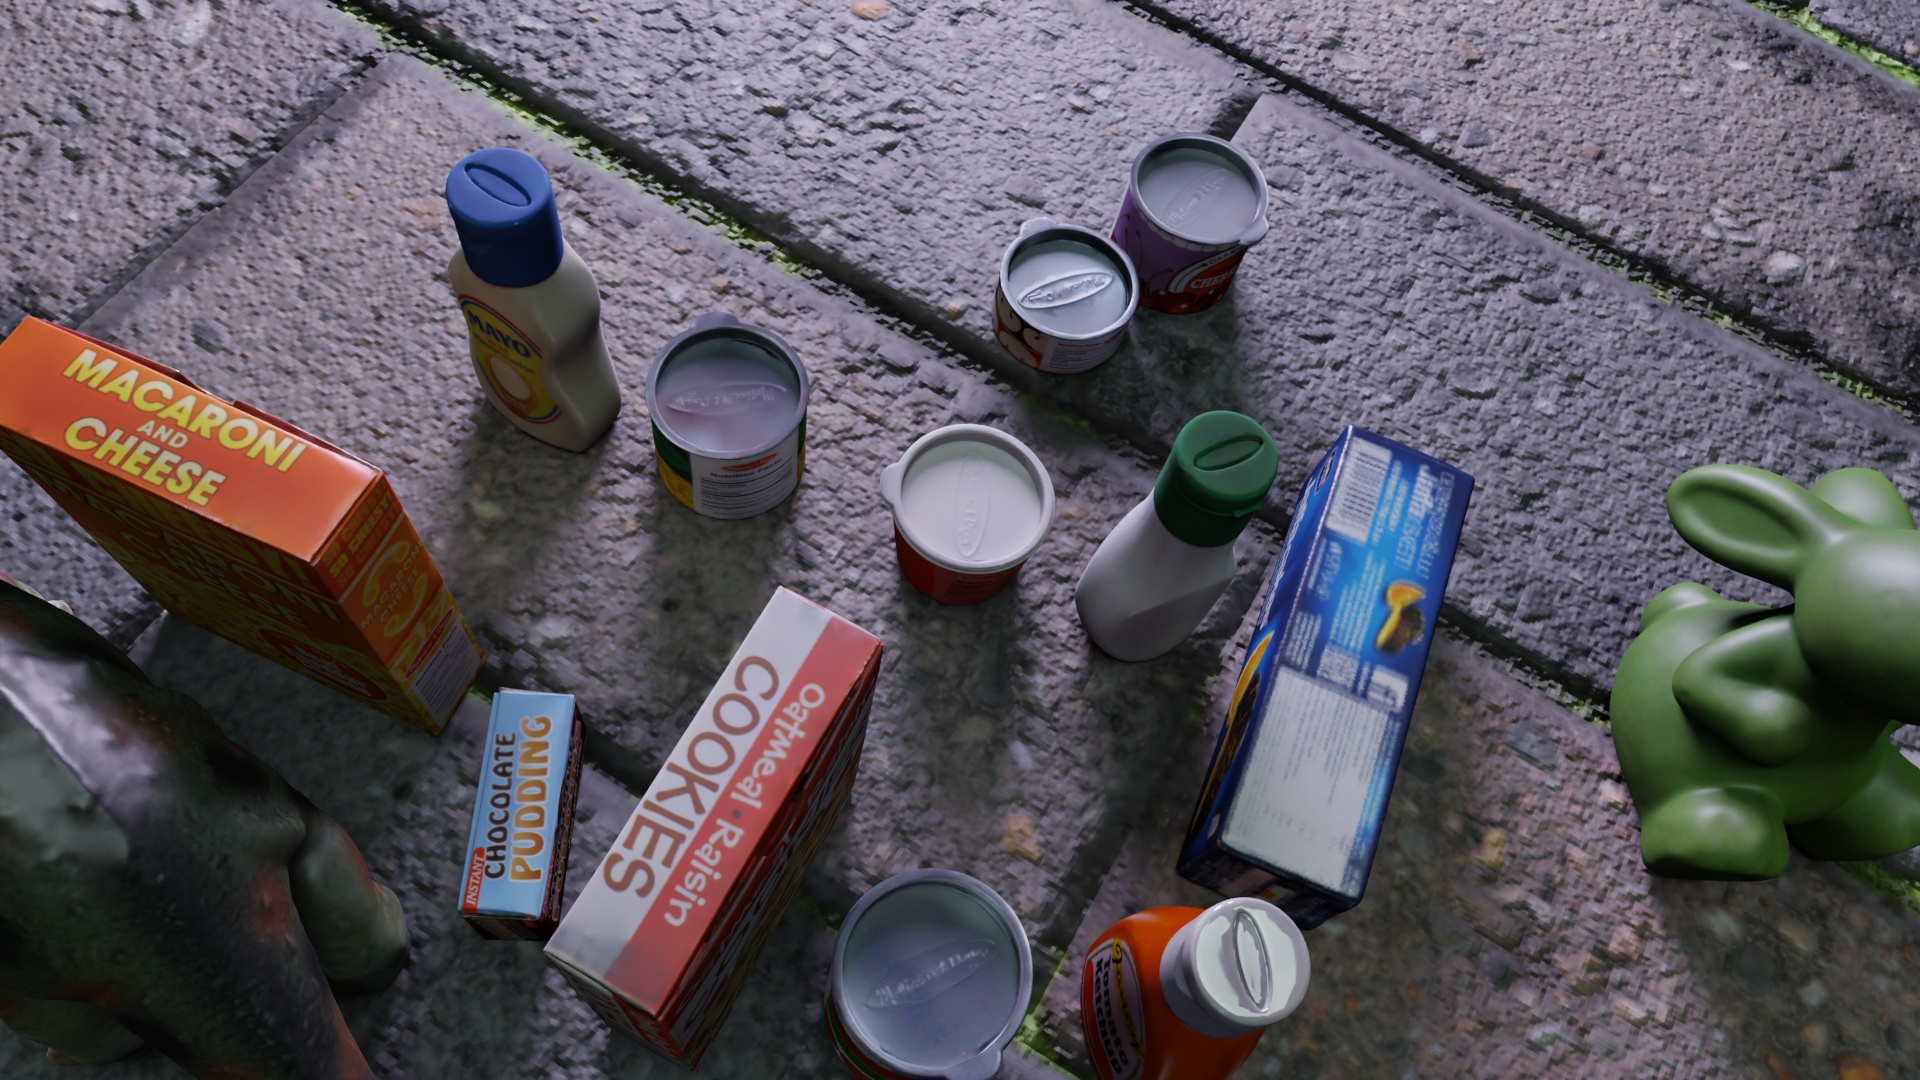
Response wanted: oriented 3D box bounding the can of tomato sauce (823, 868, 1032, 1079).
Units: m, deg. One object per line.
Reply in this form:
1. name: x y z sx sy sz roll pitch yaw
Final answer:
1. can of tomato sauce: -0.013 0.159 0.487 0.071 0.082 0.071 3 64 -6

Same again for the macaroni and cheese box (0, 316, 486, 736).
1. macaroni and cheese box: -0.244 0.003 0.484 0.124 0.165 0.040 23 64 4

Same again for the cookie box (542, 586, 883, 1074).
1. cookie box: -0.075 0.103 0.458 0.040 0.166 0.123 27 64 5

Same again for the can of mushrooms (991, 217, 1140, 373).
1. can of mushrooms: 0.048 -0.116 0.657 0.071 0.033 0.071 3 64 -6

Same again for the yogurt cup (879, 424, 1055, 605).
1. yogurt cup: 0.002 -0.007 0.586 0.072 0.053 0.072 3 64 -6

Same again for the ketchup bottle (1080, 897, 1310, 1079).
1. ketchup bottle: 0.076 0.152 0.466 0.043 0.148 0.065 -4 65 -10

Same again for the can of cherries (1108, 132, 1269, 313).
1. can of cherries: 0.109 -0.150 0.668 0.071 0.058 0.072 3 64 -6

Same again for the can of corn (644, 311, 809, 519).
1. can of corn: -0.099 -0.052 0.592 0.071 0.058 0.071 3 64 -6

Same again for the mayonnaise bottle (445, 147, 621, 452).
1. mayonnaise bottle: -0.172 -0.093 0.551 0.065 0.147 0.041 32 65 8

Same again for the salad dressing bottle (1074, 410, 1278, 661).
1. salad dressing bottle: 0.084 0.002 0.541 0.064 0.147 0.044 -20 69 -16

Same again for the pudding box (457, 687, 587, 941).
1. pudding box: -0.160 0.101 0.513 0.030 0.049 0.084 4 64 -6
